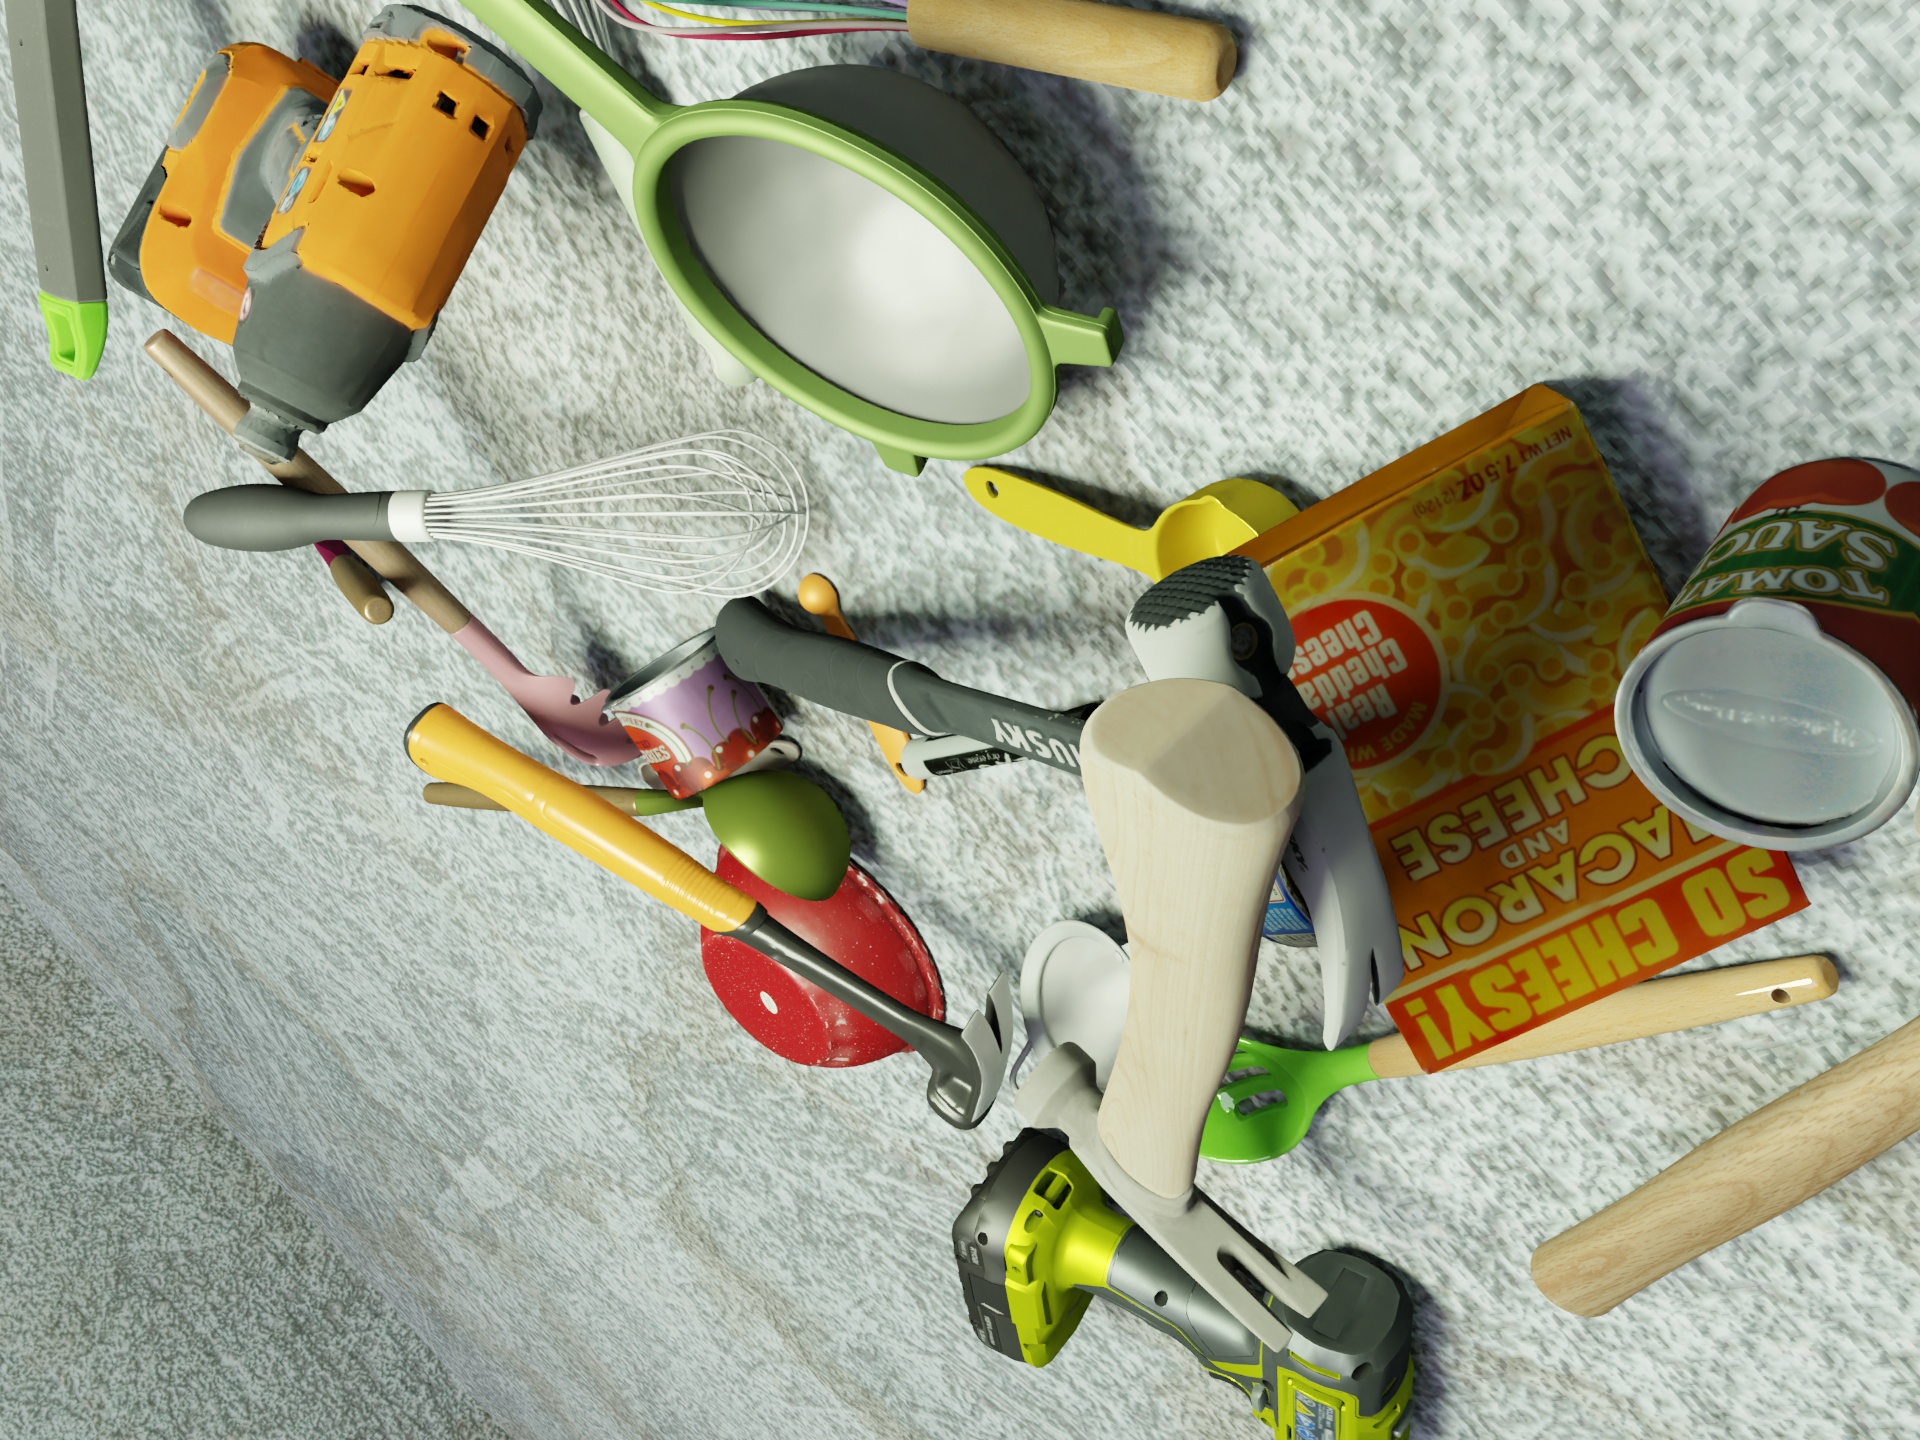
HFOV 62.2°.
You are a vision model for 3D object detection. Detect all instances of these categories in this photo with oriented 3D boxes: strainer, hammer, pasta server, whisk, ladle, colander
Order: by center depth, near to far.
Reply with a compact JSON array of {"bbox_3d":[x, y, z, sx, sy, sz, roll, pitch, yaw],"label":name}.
[{"bbox_3d":[-0.030,-0.224,0.488,0.245,0.051,0.047,23,131,25],"label":"whisk"},{"bbox_3d":[0.073,0.109,0.493,0.146,0.038,0.410,41,162,22],"label":"hammer"},{"bbox_3d":[-0.064,-0.186,0.495,0.256,0.069,0.151,37,159,-18],"label":"strainer"},{"bbox_3d":[0.275,0.130,0.503,0.130,0.031,0.331,27,144,7],"label":"hammer"},{"bbox_3d":[-0.001,-0.002,0.566,0.409,0.036,0.149,18,142,60],"label":"hammer"},{"bbox_3d":[-0.131,-0.234,0.580,0.246,0.059,0.058,64,178,-27],"label":"whisk"},{"bbox_3d":[-0.399,-0.328,0.613,0.205,0.094,0.396,23,118,33],"label":"colander"},{"bbox_3d":[0.085,0.087,0.658,0.087,0.050,0.258,56,142,25],"label":"strainer"},{"bbox_3d":[-0.202,-0.089,0.681,0.284,0.070,0.070,1,129,10],"label":"whisk"},{"bbox_3d":[-0.125,0.078,0.746,0.337,0.034,0.127,29,151,14],"label":"hammer"},{"bbox_3d":[-0.255,-0.070,0.765,0.060,0.040,0.315,6,147,42],"label":"pasta server"},{"bbox_3d":[-0.189,0.055,0.853,0.320,0.078,0.062,0,78,36],"label":"ladle"}]

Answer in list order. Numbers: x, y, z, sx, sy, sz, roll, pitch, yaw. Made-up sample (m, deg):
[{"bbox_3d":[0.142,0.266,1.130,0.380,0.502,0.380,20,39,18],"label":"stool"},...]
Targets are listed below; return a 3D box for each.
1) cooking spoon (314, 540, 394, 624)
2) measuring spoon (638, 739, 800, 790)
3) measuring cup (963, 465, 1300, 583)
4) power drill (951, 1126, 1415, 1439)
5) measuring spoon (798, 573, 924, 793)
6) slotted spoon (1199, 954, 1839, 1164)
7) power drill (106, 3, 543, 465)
[{"bbox_3d":[-0.325,-0.078,0.847,0.068,0.017,0.319,62,163,-22],"label":"cooking spoon"},{"bbox_3d":[-0.123,0.020,0.829,0.124,0.018,0.034,-13,132,43],"label":"measuring spoon"},{"bbox_3d":[0.061,-0.070,0.559,0.157,0.029,0.062,28,141,42],"label":"measuring cup"},{"bbox_3d":[0.117,0.315,0.807,0.229,0.080,0.190,17,134,31],"label":"power drill"},{"bbox_3d":[-0.045,-0.013,0.718,0.021,0.011,0.116,-2,122,46],"label":"measuring spoon"},{"bbox_3d":[0.182,0.128,0.610,0.070,0.031,0.314,52,141,-6],"label":"slotted spoon"},{"bbox_3d":[-0.259,-0.187,0.620,0.084,0.164,0.227,28,177,-41],"label":"power drill"}]
